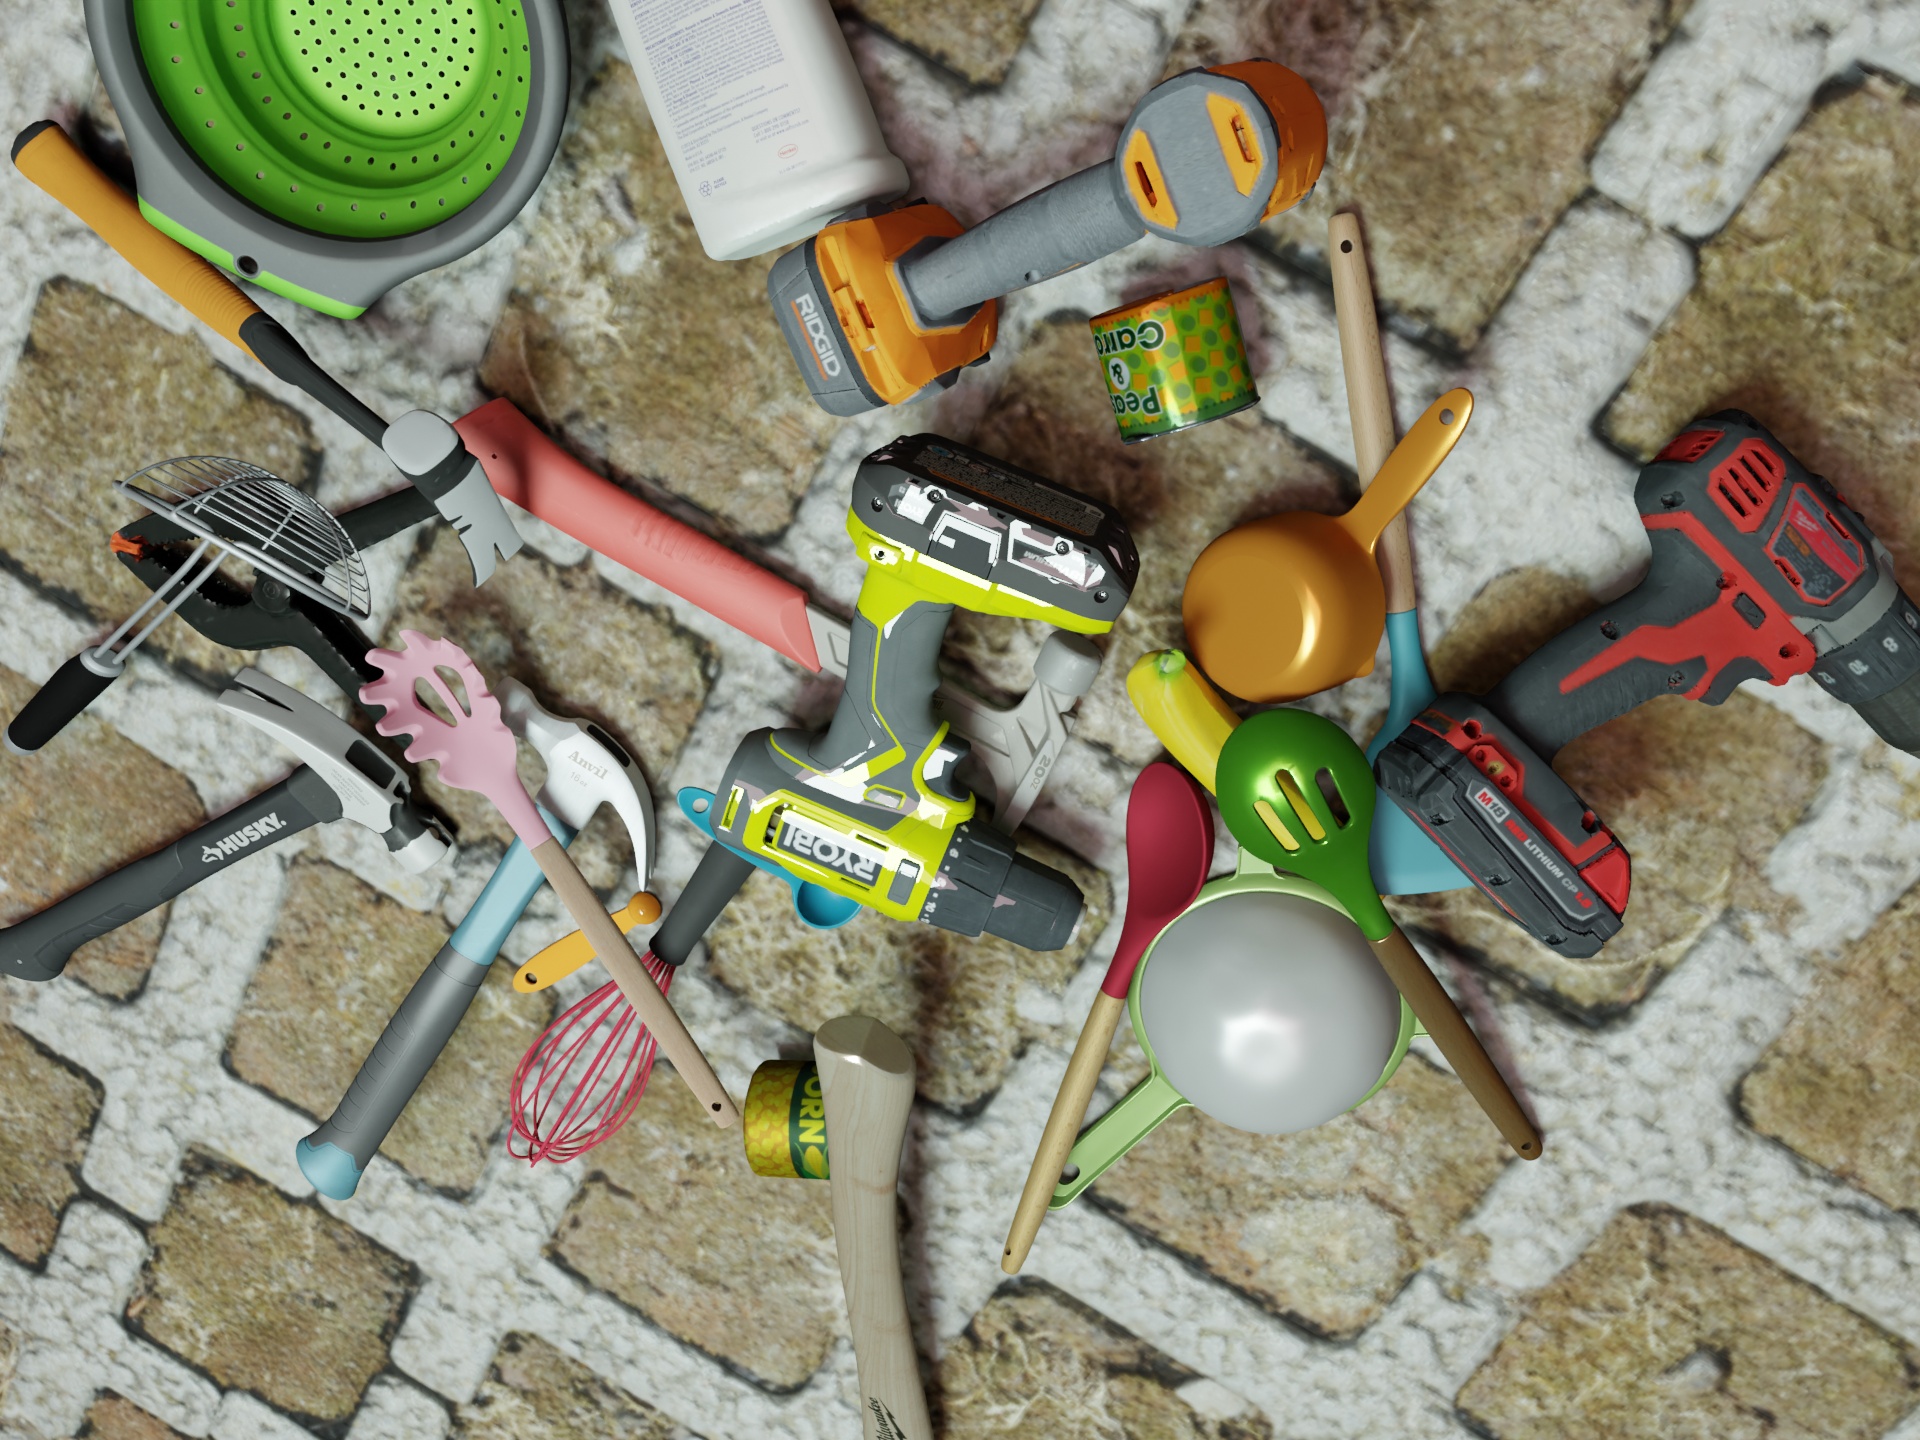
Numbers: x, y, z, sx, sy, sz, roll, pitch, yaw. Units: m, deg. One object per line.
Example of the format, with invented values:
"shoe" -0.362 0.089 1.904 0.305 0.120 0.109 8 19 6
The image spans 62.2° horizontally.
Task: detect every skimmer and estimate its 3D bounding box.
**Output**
"skimmer" -0.441 -0.034 0.846 0.363 0.090 0.127 -28 135 35

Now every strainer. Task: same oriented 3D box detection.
"strainer" 0.124 0.194 0.840 0.151 0.069 0.256 42 111 -3

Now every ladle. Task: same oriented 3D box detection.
"ladle" 0.073 0.167 0.845 0.031 0.069 0.315 6 112 -31

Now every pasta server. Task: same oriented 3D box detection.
"pasta server" -0.209 0.089 0.846 0.060 0.040 0.316 -32 98 2

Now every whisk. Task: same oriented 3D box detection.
"whisk" -0.176 0.145 0.903 0.073 0.073 0.295 36 108 -1

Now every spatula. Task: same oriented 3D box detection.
"spatula" 0.204 -0.075 0.742 0.082 0.044 0.317 -10 105 12

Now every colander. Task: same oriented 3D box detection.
"colander" -0.236 -0.377 0.695 0.204 0.095 0.397 26 115 -16

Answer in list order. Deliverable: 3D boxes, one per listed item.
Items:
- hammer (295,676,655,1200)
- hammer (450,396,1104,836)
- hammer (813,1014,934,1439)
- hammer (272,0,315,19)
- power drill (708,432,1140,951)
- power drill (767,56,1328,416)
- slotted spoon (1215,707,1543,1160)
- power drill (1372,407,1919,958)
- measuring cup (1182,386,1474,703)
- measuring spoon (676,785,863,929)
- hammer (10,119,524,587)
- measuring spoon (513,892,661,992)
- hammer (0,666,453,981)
"hammer" -0.287 0.141 0.908 0.128 0.033 0.331 33 103 -9
"hammer" -0.113 -0.056 0.828 0.359 0.037 0.149 29 113 2
"hammer" -0.056 0.327 0.898 0.146 0.038 0.410 4 123 12
"hammer" -0.410 -0.526 0.736 0.149 0.036 0.408 -22 103 20
"power drill" -0.001 -0.002 0.763 0.190 0.080 0.228 23 115 2
"power drill" 0.048 -0.213 0.684 0.226 0.164 0.084 -16 105 31
"slotted spoon" 0.217 0.117 0.771 0.070 0.031 0.313 -31 117 13
"power drill" 0.321 0.002 0.704 0.188 0.080 0.226 45 95 -6
"measuring cup" 0.164 -0.078 0.713 0.095 0.052 0.173 50 132 20
"measuring spoon" -0.103 0.068 0.853 0.128 0.021 0.042 39 93 -29
"hammer" -0.356 -0.196 0.800 0.337 0.127 0.034 39 74 14
"measuring spoon" -0.222 0.133 0.932 0.117 0.011 0.021 -31 99 21
"hammer" -0.470 0.083 0.949 0.335 0.035 0.146 -24 119 23
